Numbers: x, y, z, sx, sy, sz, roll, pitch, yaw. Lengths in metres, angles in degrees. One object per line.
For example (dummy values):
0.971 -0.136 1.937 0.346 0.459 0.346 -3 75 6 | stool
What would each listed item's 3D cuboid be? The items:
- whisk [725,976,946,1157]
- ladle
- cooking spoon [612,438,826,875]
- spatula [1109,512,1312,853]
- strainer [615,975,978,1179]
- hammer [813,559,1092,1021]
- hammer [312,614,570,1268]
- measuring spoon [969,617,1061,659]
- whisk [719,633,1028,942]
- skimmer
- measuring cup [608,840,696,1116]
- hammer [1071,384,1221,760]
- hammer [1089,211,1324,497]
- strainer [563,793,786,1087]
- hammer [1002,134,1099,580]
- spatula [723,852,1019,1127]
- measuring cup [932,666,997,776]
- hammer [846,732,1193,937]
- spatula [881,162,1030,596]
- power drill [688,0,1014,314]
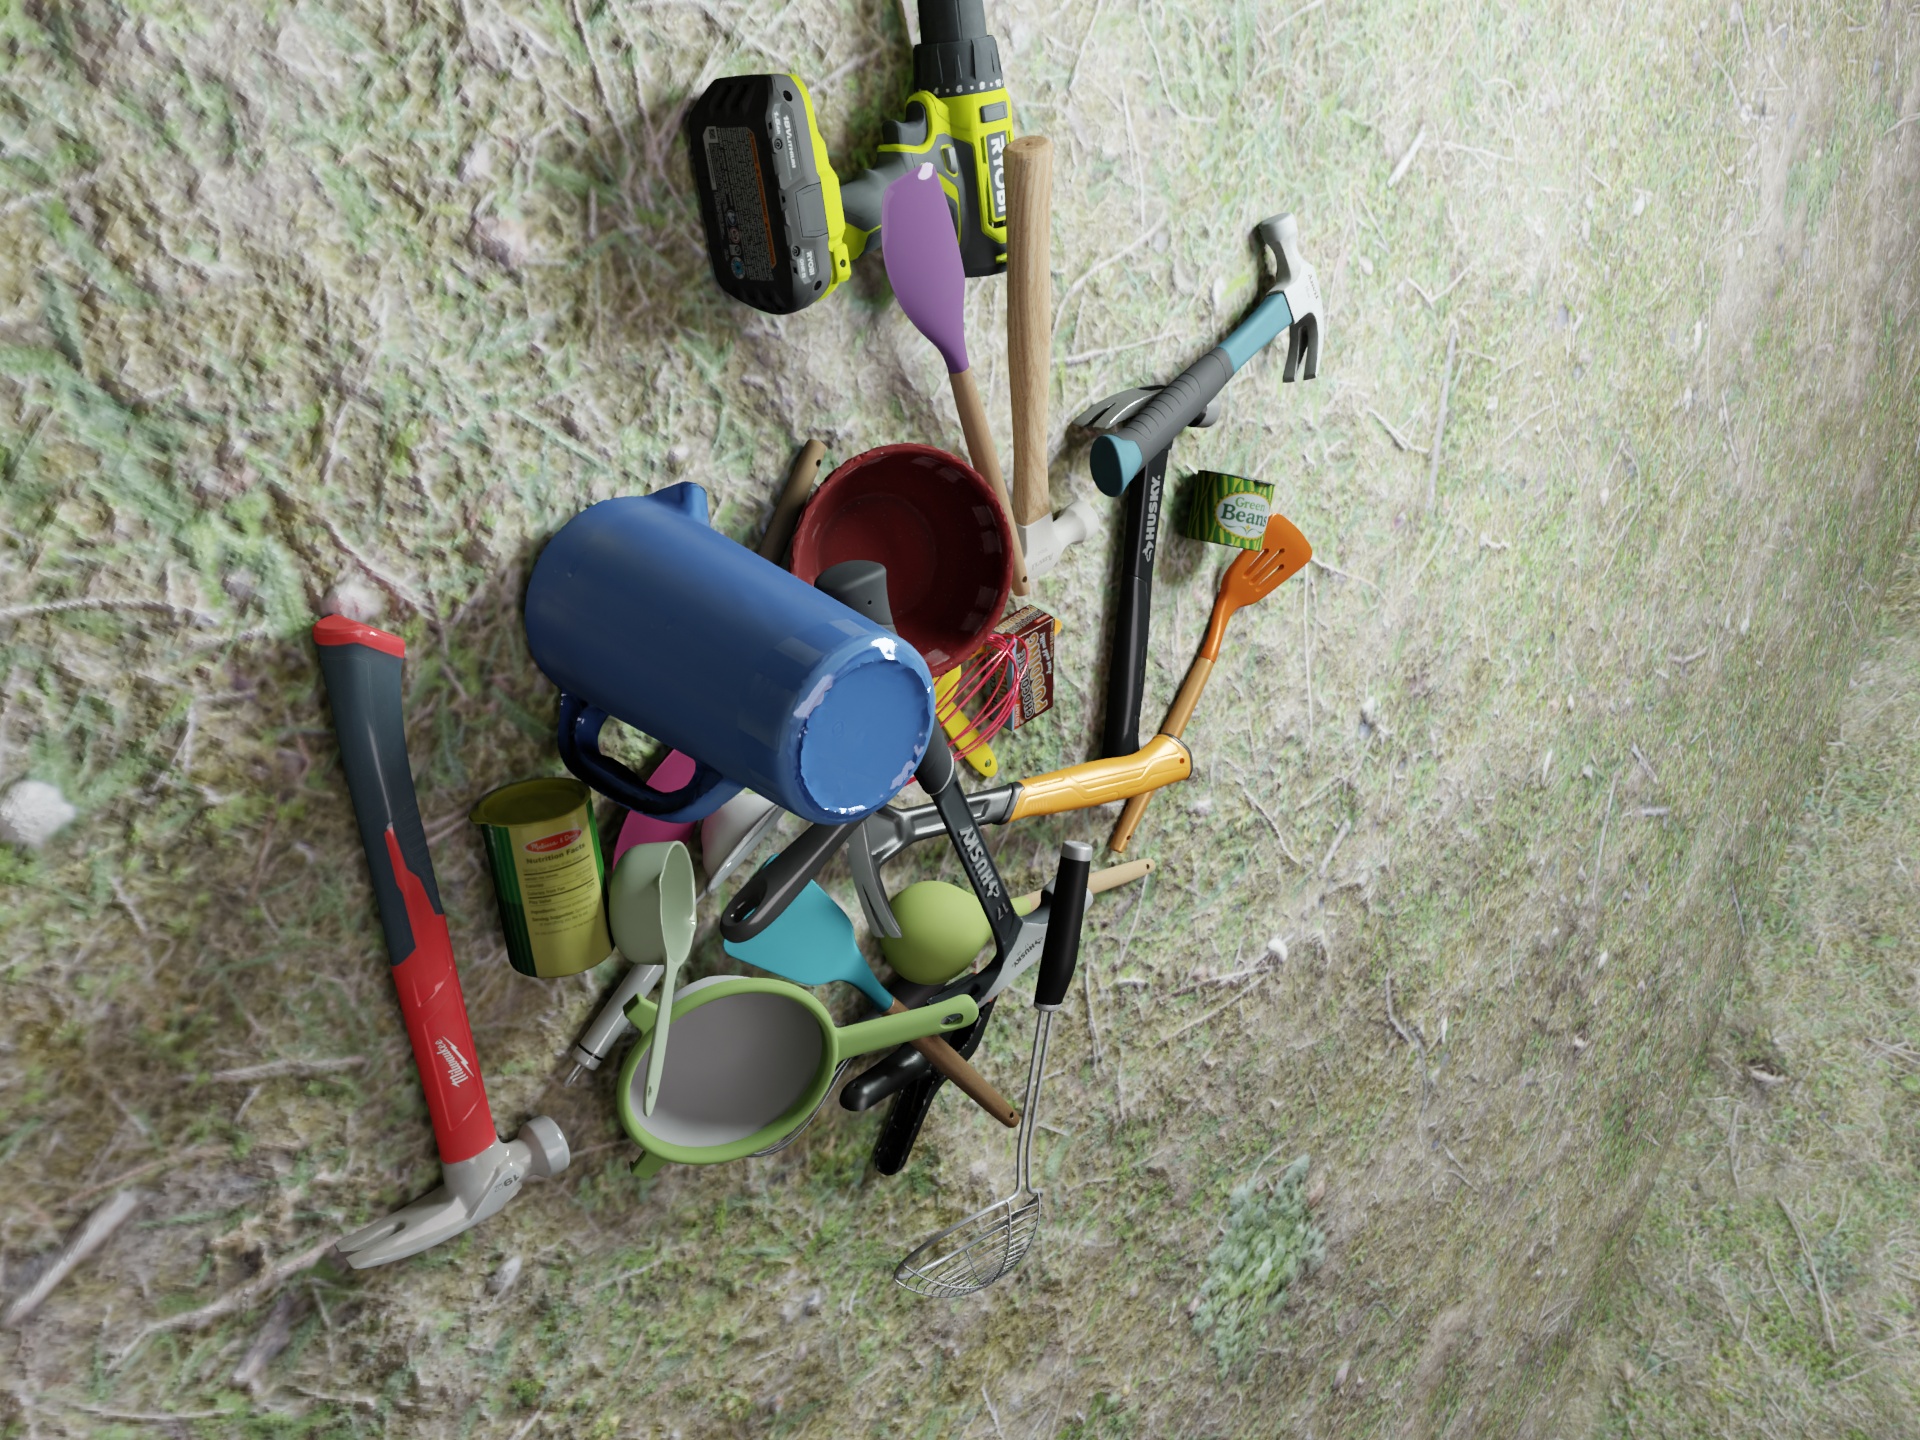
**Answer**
-0.085 0.240 1.179 0.239 0.055 0.055 -35 125 -38 | whisk
0.058 0.147 1.295 0.320 0.062 0.078 -9 86 -50 | ladle
-0.154 -0.037 1.037 0.068 0.017 0.319 31 81 -59 | cooking spoon
0.211 -0.029 1.383 0.081 0.041 0.322 34 80 -46 | spatula
-0.115 0.211 1.086 0.256 0.069 0.151 -10 122 -24 | strainer
-0.014 0.051 1.059 0.149 0.036 0.408 -44 137 -20 | hammer
-0.325 0.129 0.909 0.143 0.038 0.386 -23 118 -36 | hammer
0.038 -0.065 1.225 0.117 0.011 0.021 -16 124 -44 | measuring spoon
-0.056 0.042 1.088 0.296 0.073 0.073 -46 130 -19 | whisk
0.030 0.259 1.178 0.127 0.090 0.363 1 101 -51 | skimmer
-0.192 0.153 0.958 0.083 0.038 0.168 75 16 -64 | measuring cup
0.139 -0.103 1.294 0.146 0.035 0.334 -9 109 -43 | hammer
0.199 -0.277 1.256 0.331 0.033 0.128 -45 121 -35 | hammer
-0.185 0.130 1.046 0.258 0.050 0.087 -56 177 -9 | strainer
0.046 -0.237 1.104 0.130 0.031 0.331 -35 141 -31 | hammer
-0.049 0.219 1.172 0.317 0.044 0.082 50 54 -35 | spatula
-0.002 -0.004 1.189 0.062 0.029 0.156 -53 132 -18 | measuring cup
0.056 0.067 1.222 0.336 0.034 0.127 -12 90 -37 | hammer
0.004 -0.209 1.051 0.060 0.018 0.315 -41 133 -25 | spatula
-0.053 -0.360 0.994 0.228 0.080 0.190 -30 123 -38 | power drill
